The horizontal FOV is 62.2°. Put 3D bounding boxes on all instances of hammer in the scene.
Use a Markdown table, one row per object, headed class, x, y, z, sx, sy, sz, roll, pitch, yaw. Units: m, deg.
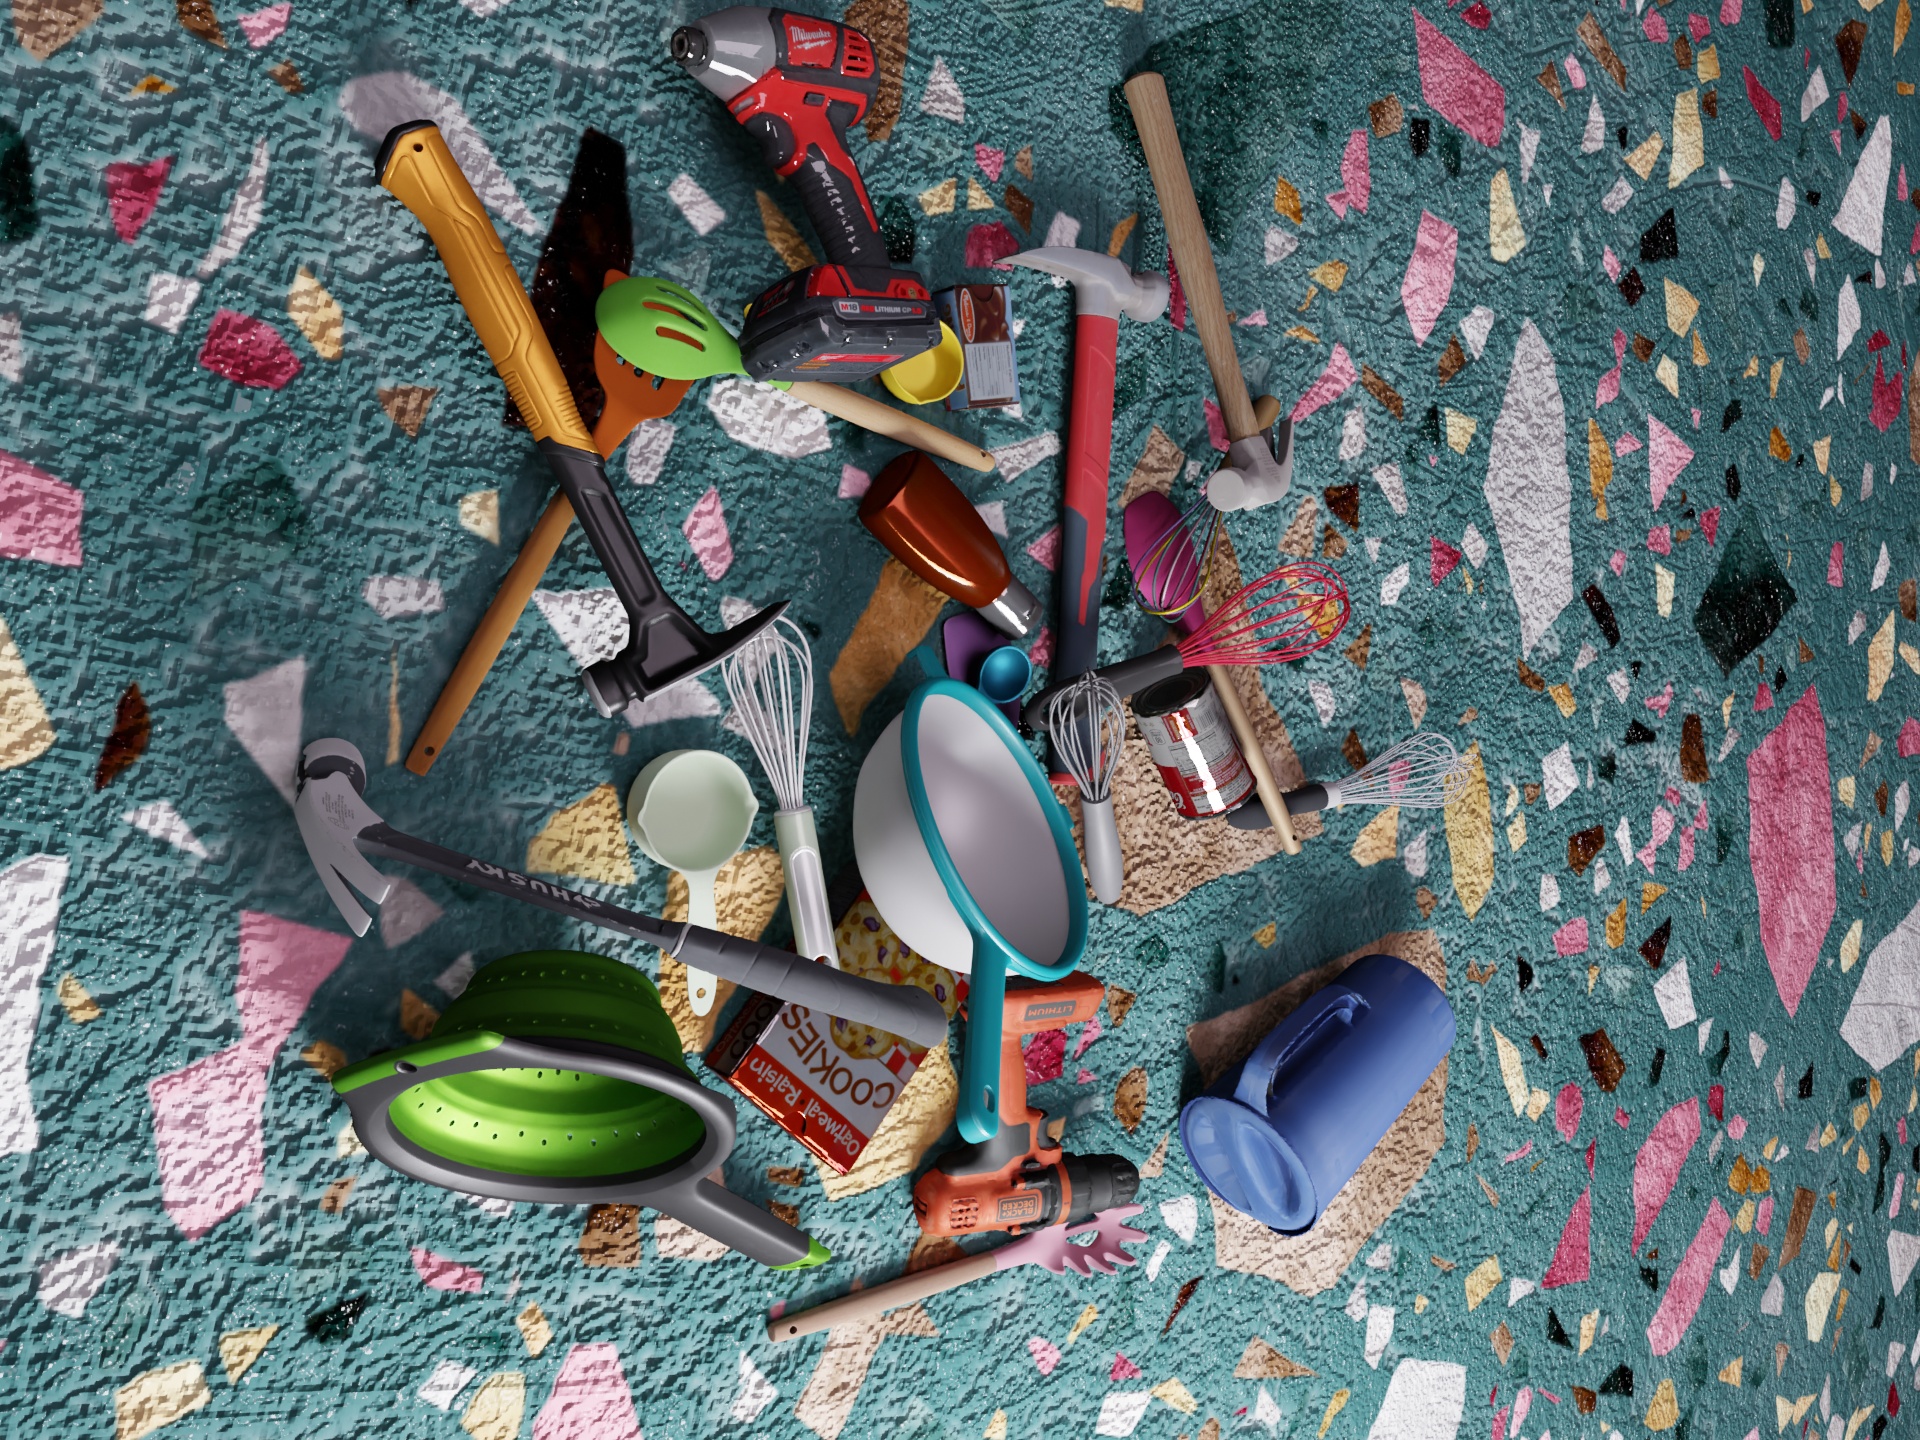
| class | x | y | z | sx | sy | sz | roll | pitch | yaw |
| --- | --- | --- | --- | --- | --- | --- | --- | --- | --- |
| hammer | -0.173 | 0.121 | 0.904 | 0.408 | 0.149 | 0.036 | 25 | 103 | -31 |
| hammer | 0.079 | -0.146 | 1.163 | 0.143 | 0.038 | 0.386 | 2 | 92 | -36 |
| hammer | 0.183 | -0.321 | 1.193 | 0.130 | 0.031 | 0.331 | -19 | 93 | -55 |
| hammer | -0.223 | -0.176 | 0.897 | 0.127 | 0.034 | 0.336 | -30 | 102 | -17 |

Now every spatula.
| class | x | y | z | sx | sy | sz | roll | pitch | yaw |
| --- | --- | --- | --- | --- | --- | --- | --- | --- | --- |
| spatula | -0.242 | -0.114 | 0.932 | 0.081 | 0.041 | 0.323 | 33 | 78 | -32 |
| spatula | 0.035 | 0.075 | 1.159 | 0.059 | 0.018 | 0.316 | -16 | 102 | -32 |

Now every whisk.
| class | x | y | z | sx | sy | sz | roll | pitch | yaw |
| --- | --- | --- | --- | --- | --- | --- | --- | --- | --- |
| whisk | -0.108 | 0.050 | 1.010 | 0.057 | 0.059 | 0.246 | -11 | 93 | -20 |
| whisk | 0.200 | -0.168 | 1.236 | 0.051 | 0.047 | 0.245 | 45 | 58 | -22 |
| whisk | 0.174 | -0.051 | 1.176 | 0.296 | 0.073 | 0.073 | -21 | 107 | -23 |
| whisk | 0.099 | 0.055 | 1.145 | 0.055 | 0.055 | 0.238 | -41 | 142 | -27 |
| whisk | 0.337 | 0.059 | 1.370 | 0.284 | 0.070 | 0.070 | -10 | 100 | -31 |

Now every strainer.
| class | x | y | z | sx | sy | sz | roll | pitch | yaw |
| --- | --- | --- | --- | --- | --- | --- | --- | --- | --- |
| strainer | -0.011 | 0.126 | 0.998 | 0.210 | 0.095 | 0.341 | 49 | 28 | -31 |

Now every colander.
| class | x | y | z | sx | sy | sz | roll | pitch | yaw |
| --- | --- | --- | --- | --- | --- | --- | --- | --- | --- |
| colander | -0.190 | 0.235 | 0.953 | 0.396 | 0.204 | 0.095 | 49 | 30 | -46 |

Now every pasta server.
| class | x | y | z | sx | sy | sz | roll | pitch | yaw |
| --- | --- | --- | --- | --- | --- | --- | --- | --- | --- |
| pasta server | 0.005 | 0.400 | 1.151 | 0.316 | 0.040 | 0.060 | -4 | 84 | -36 |

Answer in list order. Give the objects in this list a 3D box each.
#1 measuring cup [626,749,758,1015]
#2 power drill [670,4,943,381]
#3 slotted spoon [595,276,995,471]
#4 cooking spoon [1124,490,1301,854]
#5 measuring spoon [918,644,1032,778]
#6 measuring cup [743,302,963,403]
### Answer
| class | x | y | z | sx | sy | sz | roll | pitch | yaw |
| --- | --- | --- | --- | --- | --- | --- | --- | --- | --- |
| measuring cup | -0.170 | 0.100 | 0.994 | 0.083 | 0.038 | 0.167 | -5 | 99 | -37 |
| power drill | -0.097 | -0.324 | 0.968 | 0.143 | 0.078 | 0.220 | -12 | 89 | -47 |
| slotted spoon | -0.091 | -0.213 | 1.026 | 0.313 | 0.031 | 0.070 | 15 | 60 | -42 |
| cooking spoon | 0.206 | -0.033 | 1.262 | 0.069 | 0.017 | 0.318 | -33 | 105 | -31 |
| measuring spoon | -0.002 | -0.004 | 1.118 | 0.128 | 0.021 | 0.042 | -47 | 123 | -4 |
| measuring cup | -0.073 | -0.249 | 1.053 | 0.156 | 0.029 | 0.062 | 9 | 87 | -26 |
